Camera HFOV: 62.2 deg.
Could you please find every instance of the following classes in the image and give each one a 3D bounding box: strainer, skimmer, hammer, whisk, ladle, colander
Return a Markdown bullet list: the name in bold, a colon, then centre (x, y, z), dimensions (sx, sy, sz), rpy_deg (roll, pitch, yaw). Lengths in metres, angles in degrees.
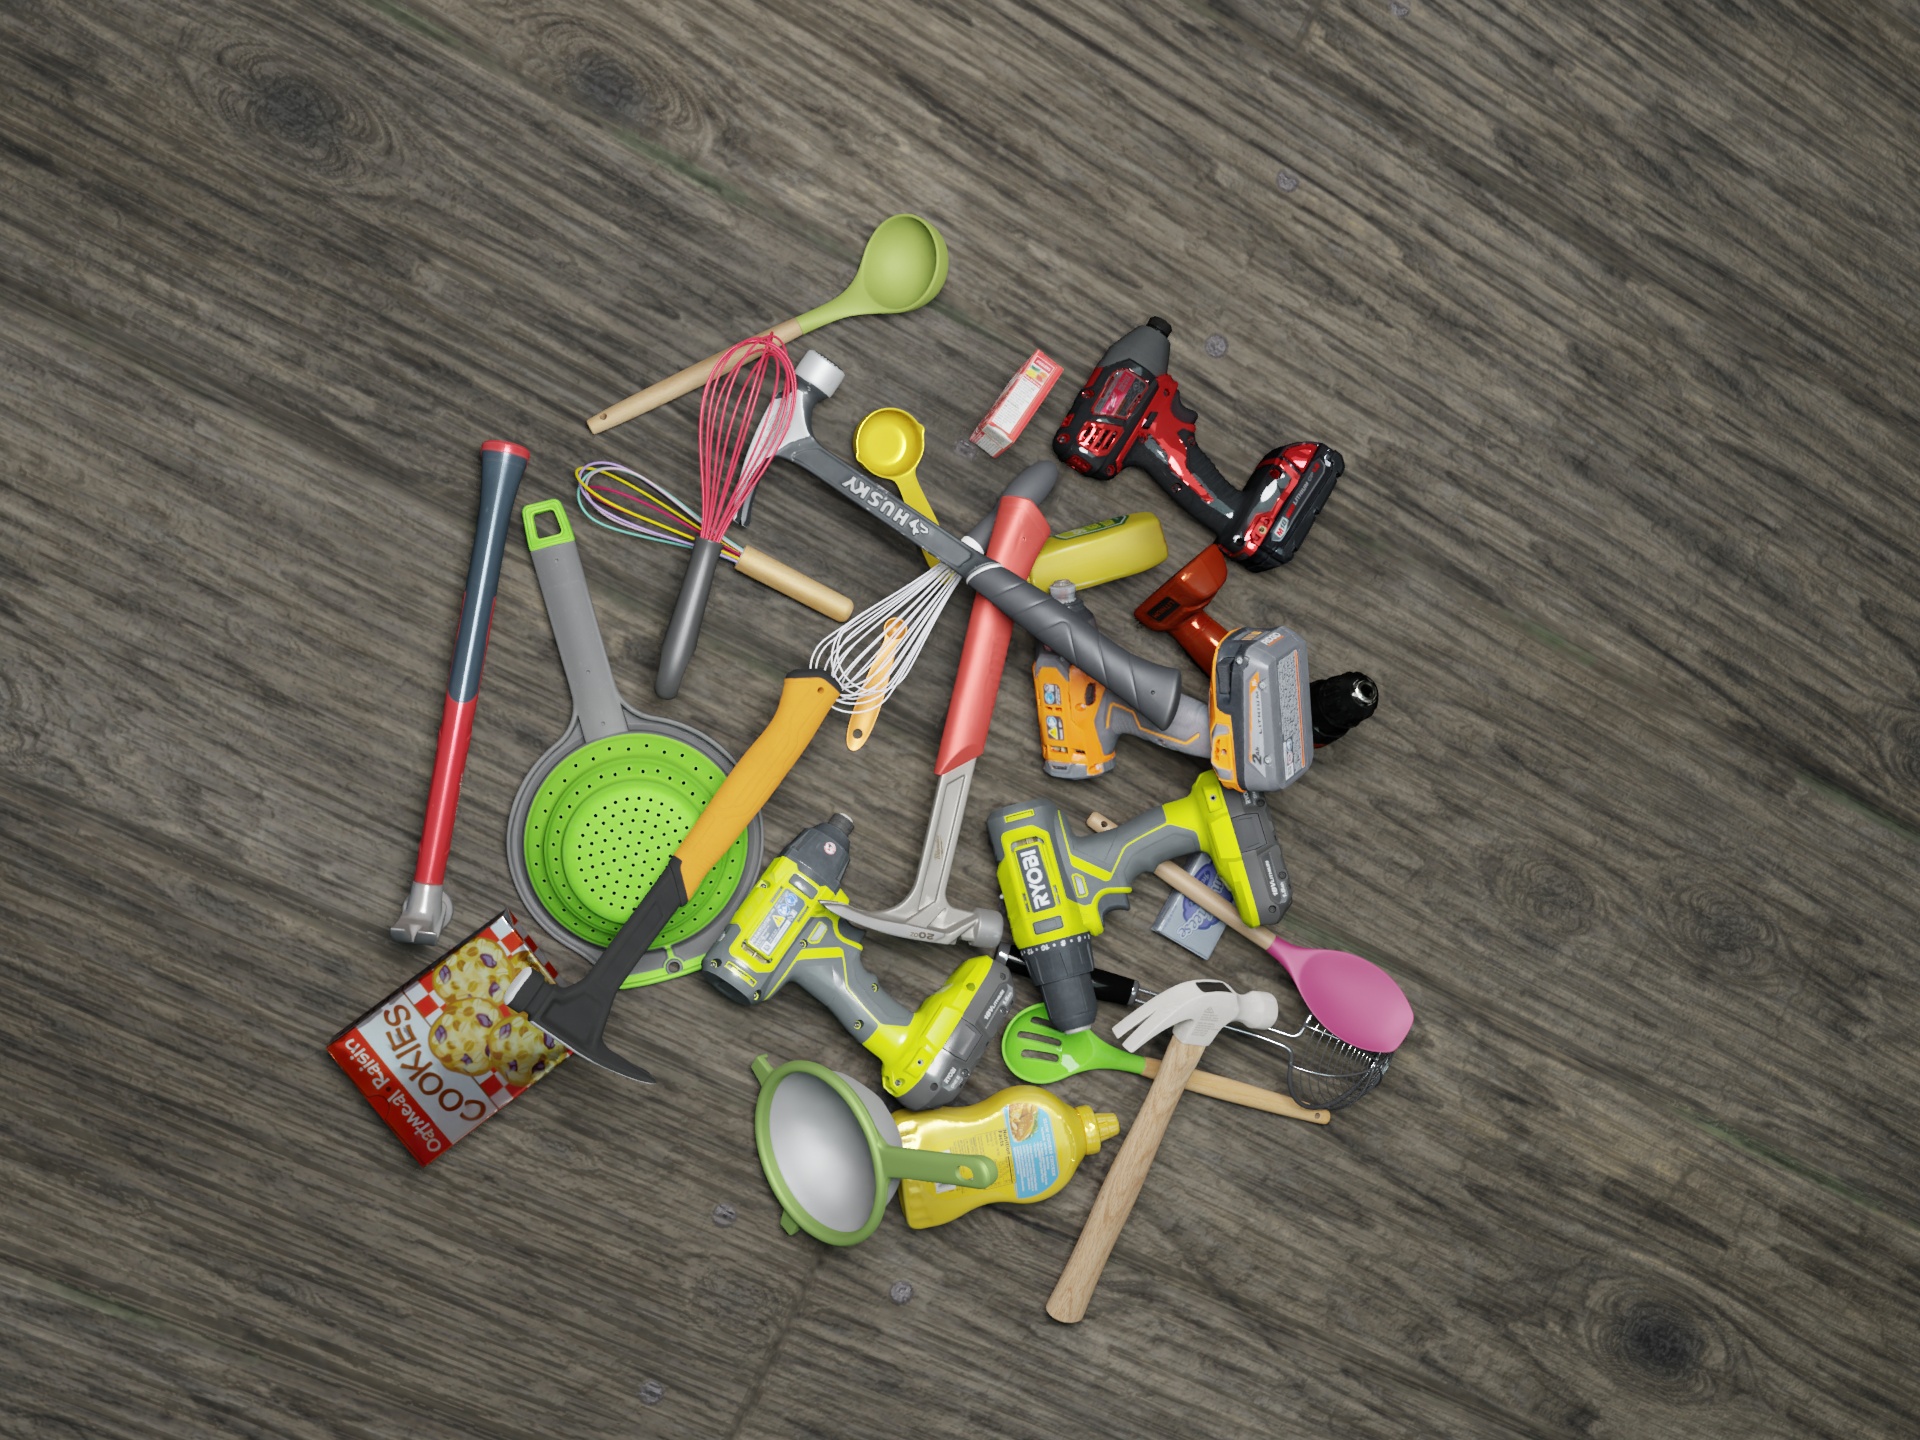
- **strainer**: centre (-0.055, 0.334, 1.247), dimensions (0.069, 0.256, 0.151), rpy_deg (-13, 94, -47)
- **skimmer**: centre (0.205, 0.244, 1.374), dimensions (0.363, 0.090, 0.127), rpy_deg (16, 100, -1)
- **hammer**: centre (-0.378, -0.024, 1.206), dimensions (0.038, 0.143, 0.386), rpy_deg (10, 86, -14)
- **hammer**: centre (-0.001, -0.120, 1.231), dimensions (0.409, 0.036, 0.149), rpy_deg (36, 95, 13)
- **whisk**: centre (-0.016, -0.116, 1.295), dimensions (0.070, 0.070, 0.284), rpy_deg (45, 74, -9)
- **whisk**: centre (-0.189, -0.158, 1.229), dimensions (0.073, 0.073, 0.296), rpy_deg (16, 93, -11)
- **hammer**: centre (-0.002, -0.004, 1.263), dimensions (0.149, 0.037, 0.359), rpy_deg (14, 87, -18)
- **hammer**: centre (-0.191, 0.105, 1.195), dimensions (0.127, 0.034, 0.337), rpy_deg (38, 79, -16)
- **ladle**: centre (-0.155, -0.310, 1.270), dimensions (0.320, 0.062, 0.078), rpy_deg (-27, 73, -5)
- **whisk**: centre (-0.197, -0.139, 1.276), dimensions (0.245, 0.047, 0.051), rpy_deg (27, 86, -14)
- **hammer**: centre (0.144, 0.360, 1.318), dimensions (0.130, 0.031, 0.331), rpy_deg (13, 107, -29)
- **colander**: centre (-0.275, 0.020, 1.240), dimensions (0.204, 0.094, 0.397), rpy_deg (-16, 95, -10)

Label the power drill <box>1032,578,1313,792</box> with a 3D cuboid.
- **power drill**: centre (0.156, -0.029, 1.257), dimensions (0.084, 0.226, 0.164), rpy_deg (-28, 116, -49)

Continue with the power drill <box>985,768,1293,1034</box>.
- **power drill**: centre (0.149, 0.140, 1.302), dimensions (0.228, 0.080, 0.191), rpy_deg (-16, 81, 4)

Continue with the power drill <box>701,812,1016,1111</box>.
- **power drill**: centre (-0.074, 0.195, 1.287), dimensions (0.223, 0.080, 0.171), rpy_deg (38, 66, -8)

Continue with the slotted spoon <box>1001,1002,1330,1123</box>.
- **slotted spoon**: centre (0.179, 0.306, 1.373), dimensions (0.313, 0.031, 0.070), rpy_deg (17, 89, -13)

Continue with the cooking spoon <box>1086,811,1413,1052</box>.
- **cooking spoon**: centre (0.240, 0.172, 1.341), dimensions (0.319, 0.017, 0.069), rpy_deg (35, 78, 6)

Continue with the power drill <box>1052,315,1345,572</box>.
- **power drill**: centre (0.200, -0.231, 1.332), dimensions (0.219, 0.078, 0.143), rpy_deg (31, 86, -8)

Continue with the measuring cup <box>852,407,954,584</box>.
- **measuring cup**: centre (-0.042, -0.184, 1.316), dimensions (0.062, 0.029, 0.156), rpy_deg (-27, 109, -12)

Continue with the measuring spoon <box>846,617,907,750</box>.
- **measuring spoon**: centre (-0.071, -0.030, 1.321), dimensions (0.021, 0.011, 0.117), rpy_deg (19, 92, -10)
